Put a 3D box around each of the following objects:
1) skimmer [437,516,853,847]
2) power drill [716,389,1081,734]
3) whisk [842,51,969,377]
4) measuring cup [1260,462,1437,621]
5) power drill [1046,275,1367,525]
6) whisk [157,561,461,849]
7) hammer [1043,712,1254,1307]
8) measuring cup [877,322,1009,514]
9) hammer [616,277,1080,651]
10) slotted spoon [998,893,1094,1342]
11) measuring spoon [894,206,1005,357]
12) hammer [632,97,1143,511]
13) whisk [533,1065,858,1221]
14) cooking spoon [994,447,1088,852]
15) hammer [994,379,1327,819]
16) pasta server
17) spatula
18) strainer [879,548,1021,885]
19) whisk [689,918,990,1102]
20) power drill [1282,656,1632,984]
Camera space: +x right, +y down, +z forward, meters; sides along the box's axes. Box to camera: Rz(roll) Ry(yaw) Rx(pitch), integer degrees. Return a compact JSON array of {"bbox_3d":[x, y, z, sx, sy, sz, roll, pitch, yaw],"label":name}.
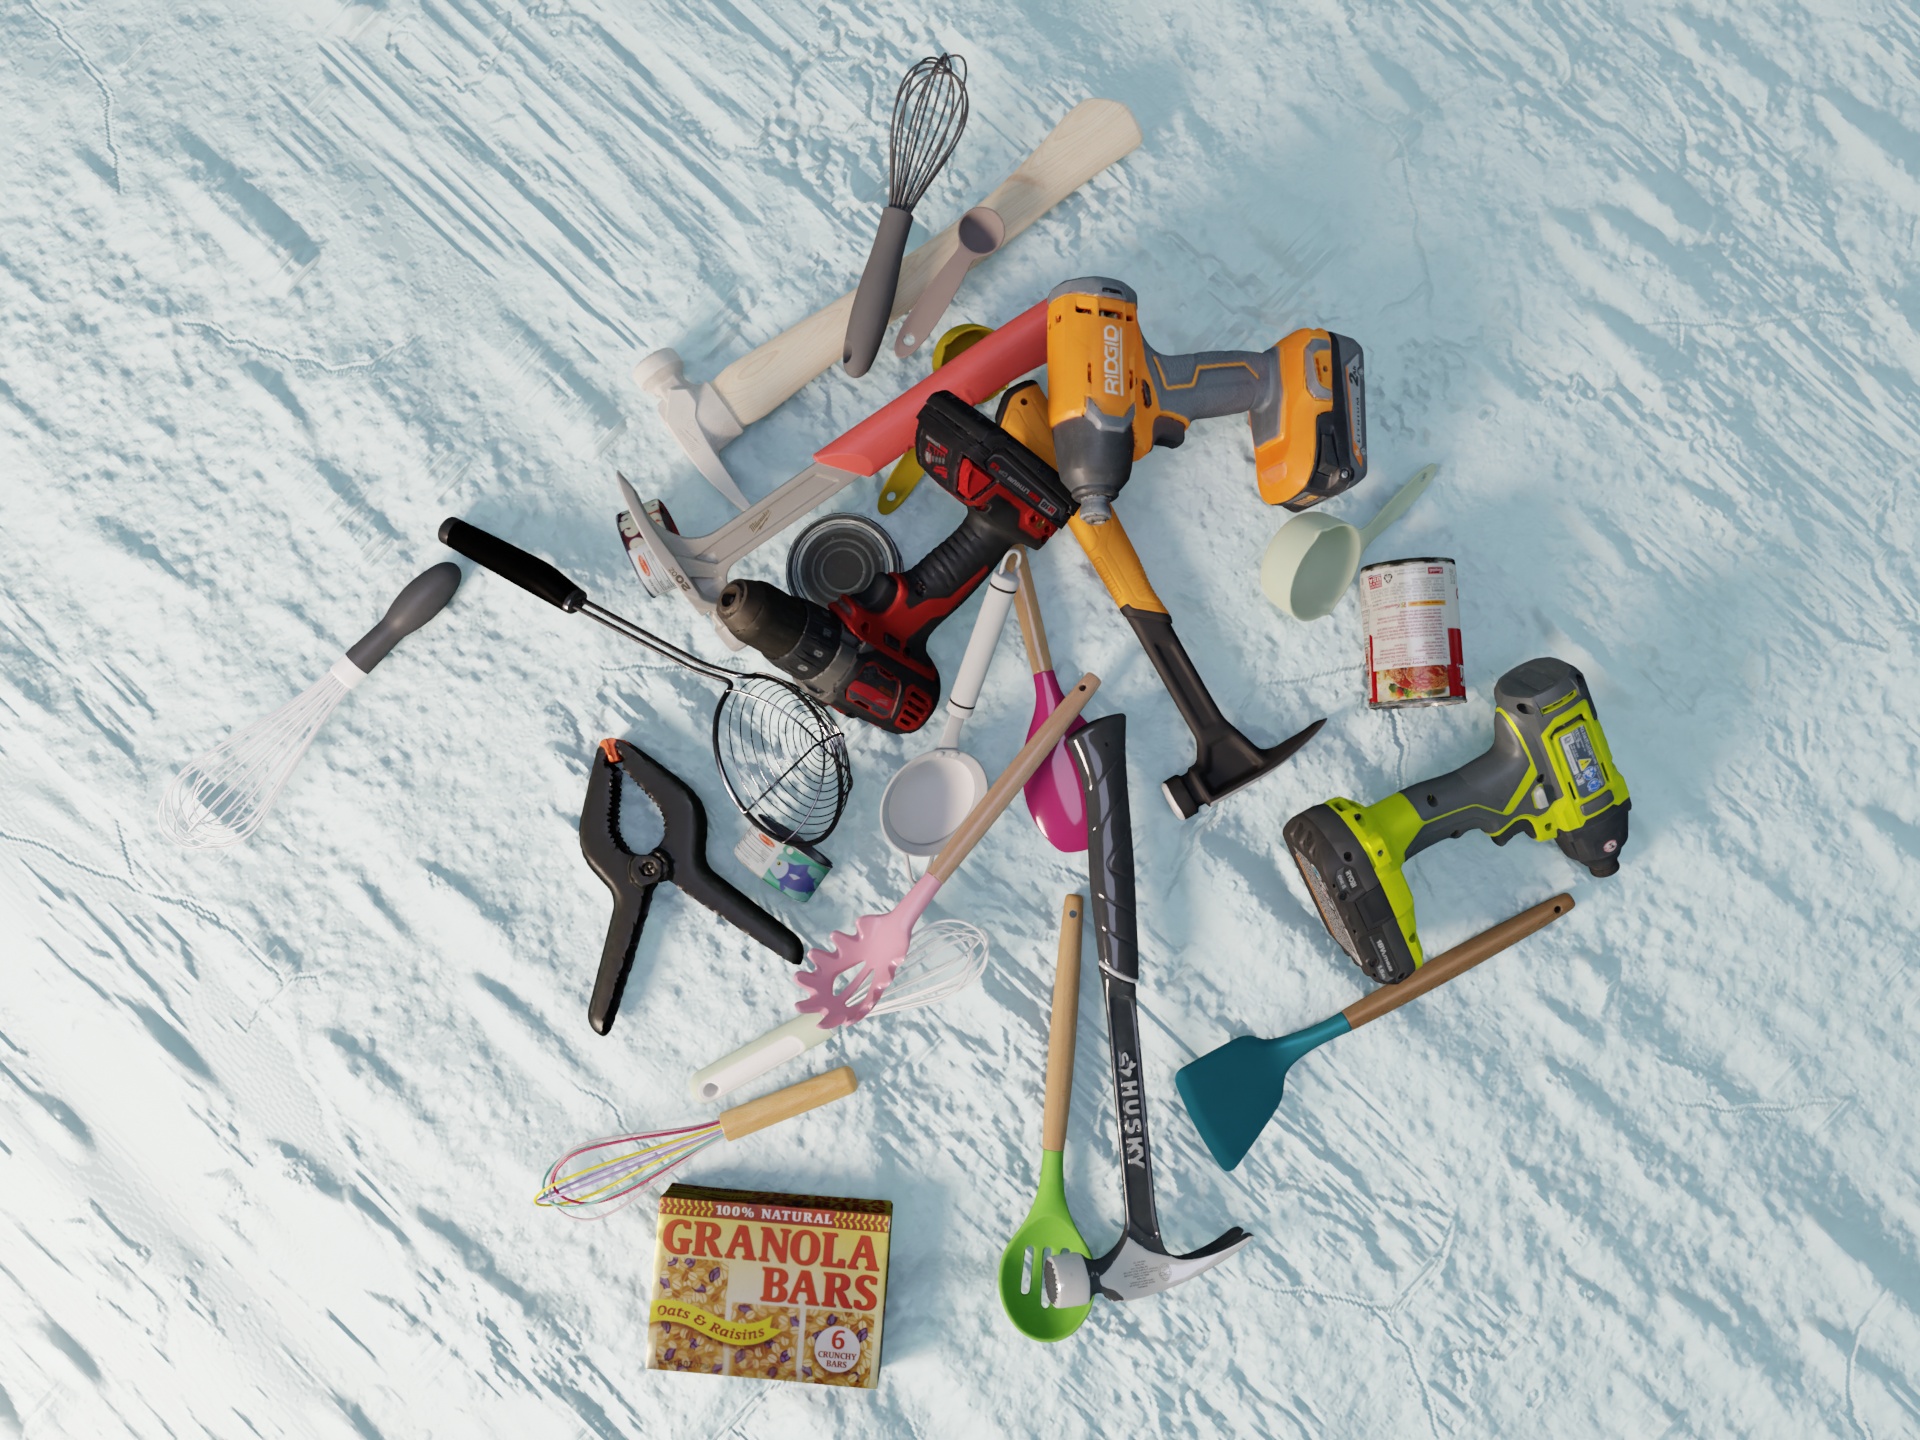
[{"bbox_3d":[-0.236,-0.034,1.151,0.363,0.127,0.090,28,121,14],"label":"skimmer"},{"bbox_3d":[-0.044,-0.110,1.085,0.226,0.187,0.080,-53,43,7],"label":"power drill"},{"bbox_3d":[-0.042,-0.360,1.133,0.055,0.055,0.239,17,93,3],"label":"whisk"},{"bbox_3d":[0.279,-0.140,1.148,0.167,0.083,0.038,-41,50,-18],"label":"measuring cup"},{"bbox_3d":[0.165,-0.205,1.093,0.226,0.084,0.164,5,79,-21],"label":"power drill"},{"bbox_3d":[-0.472,-0.014,1.164,0.070,0.070,0.284,43,85,3],"label":"whisk"},{"bbox_3d":[0.119,0.199,1.128,0.149,0.036,0.409,-3,86,-13],"label":"hammer"},{"bbox_3d":[-0.020,-0.222,1.171,0.062,0.029,0.156,27,104,-32],"label":"measuring cup"},{"bbox_3d":[-0.059,-0.207,1.117,0.359,0.037,0.149,-35,108,-4],"label":"hammer"},{"bbox_3d":[0.071,0.282,1.144,0.070,0.031,0.314,4,86,2],"label":"slotted spoon"},{"bbox_3d":[-0.011,-0.314,1.150,0.034,0.018,0.124,34,96,-5],"label":"measuring spoon"},{"bbox_3d":[-0.034,-0.314,1.172,0.410,0.038,0.146,-35,88,0],"label":"hammer"},{"bbox_3d":[-0.191,0.302,1.148,0.245,0.051,0.047,-21,121,-3],"label":"whisk"},{"bbox_3d":[0.054,-0.060,1.164,0.069,0.017,0.319,-14,88,1],"label":"cooking spoon"},{"bbox_3d":[0.130,-0.102,1.156,0.127,0.034,0.337,-30,87,1],"label":"hammer"},{"bbox_3d":[-0.002,0.088,1.123,0.060,0.040,0.316,36,82,20],"label":"pasta server"},{"bbox_3d":[0.301,0.206,1.130,0.317,0.044,0.082,-29,95,-1],"label":"spatula"},{"bbox_3d":[-0.002,-0.004,1.117,0.086,0.050,0.258,4,118,-32],"label":"strainer"},{"bbox_3d":[-0.087,0.212,1.144,0.246,0.059,0.057,-29,114,4],"label":"whisk"},{"bbox_3d":[0.354,0.081,1.107,0.223,0.080,0.171,-29,113,-2],"label":"power drill"}]
